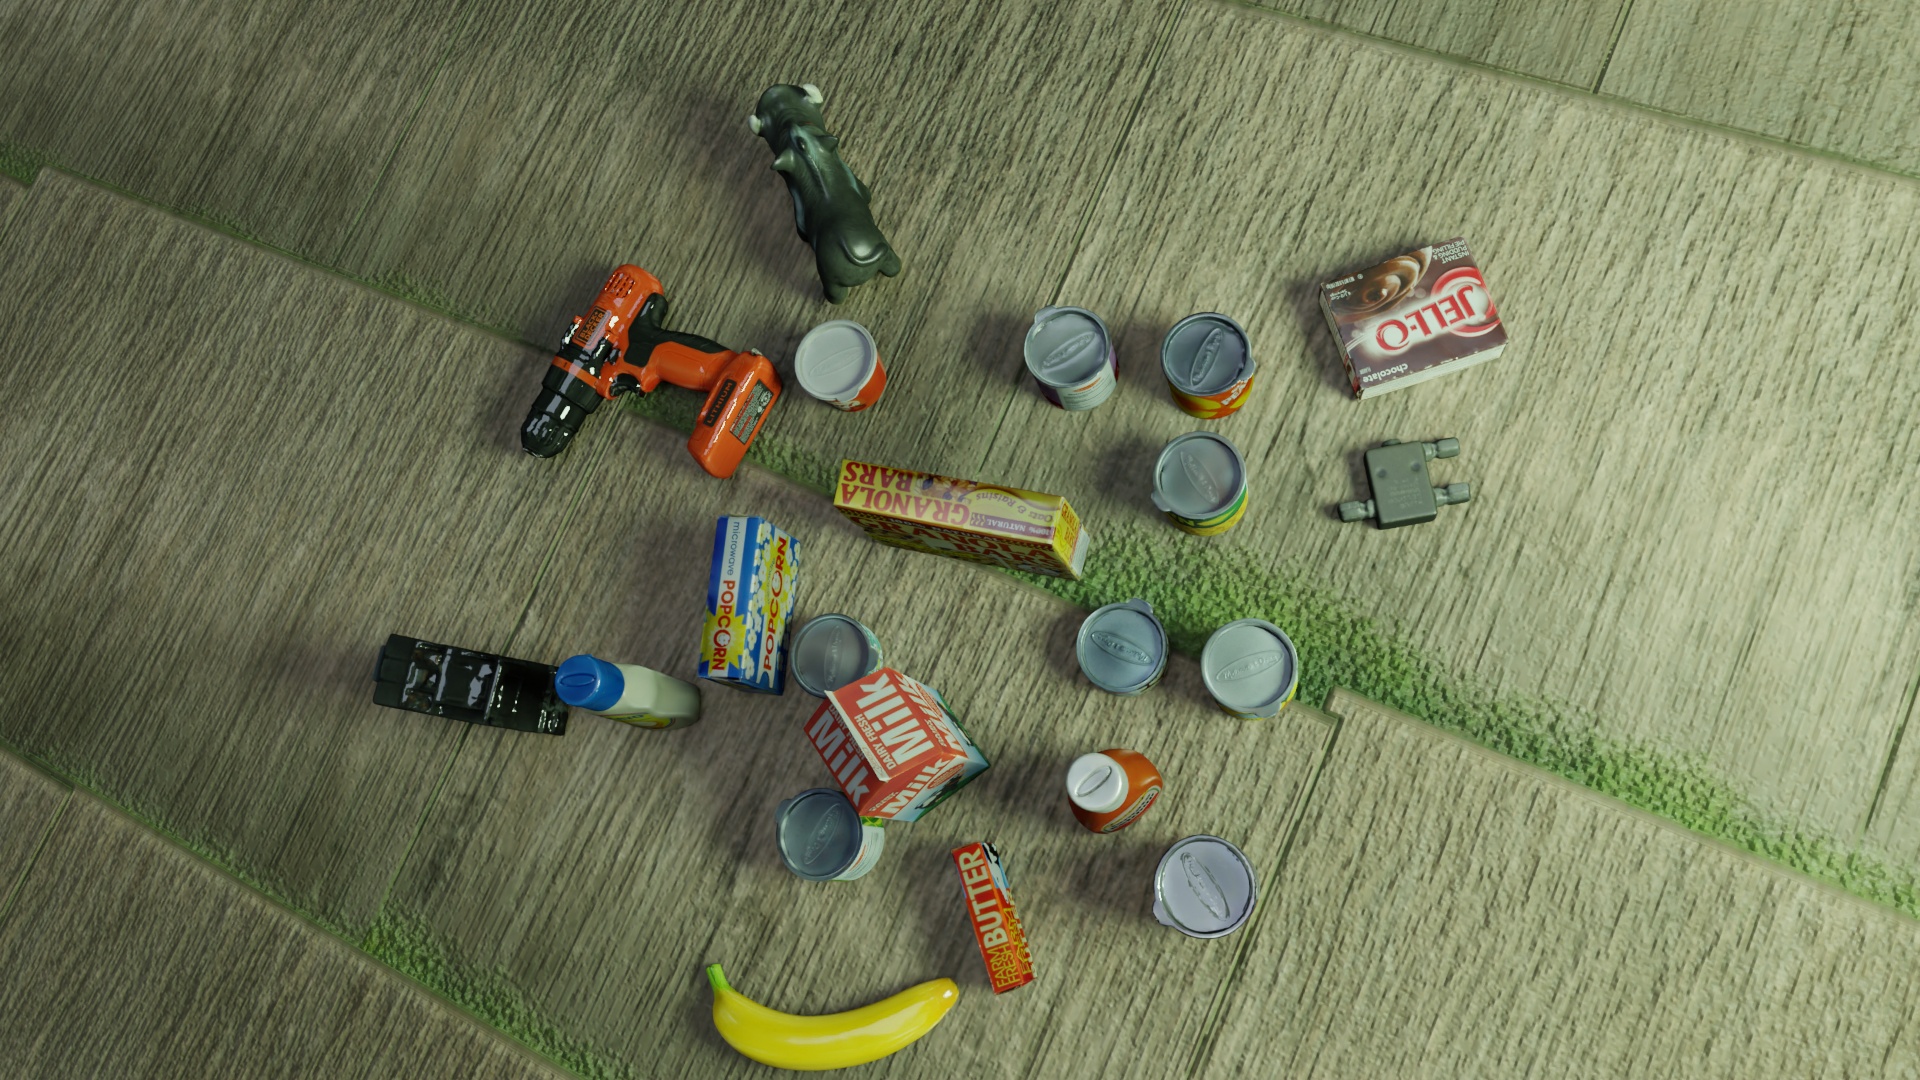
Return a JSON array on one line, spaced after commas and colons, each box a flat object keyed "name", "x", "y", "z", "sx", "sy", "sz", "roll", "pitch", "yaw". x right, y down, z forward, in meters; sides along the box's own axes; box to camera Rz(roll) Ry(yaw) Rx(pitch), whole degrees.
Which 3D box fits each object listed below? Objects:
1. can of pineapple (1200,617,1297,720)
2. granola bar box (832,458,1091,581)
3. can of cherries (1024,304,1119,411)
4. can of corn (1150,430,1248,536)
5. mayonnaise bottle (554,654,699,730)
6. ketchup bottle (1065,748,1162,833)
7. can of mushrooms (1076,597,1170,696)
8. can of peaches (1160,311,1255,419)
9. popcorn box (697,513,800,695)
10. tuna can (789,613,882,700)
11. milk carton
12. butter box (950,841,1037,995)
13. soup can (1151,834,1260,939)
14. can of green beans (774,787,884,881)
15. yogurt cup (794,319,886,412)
[{"name": "can of pineapple", "x": 0.205, "y": 0.094, "z": 0.981, "sx": 0.071, "sy": 0.058, "sz": 0.071, "roll": -3, "pitch": 75, "yaw": 13}, {"name": "granola bar box", "x": 0.004, "y": -0.013, "z": 1.024, "sx": 0.165, "sy": 0.124, "sz": 0.039, "roll": 10, "pitch": 79, "yaw": 16}, {"name": "can of cherries", "x": 0.086, "y": -0.141, "z": 1.071, "sx": 0.071, "sy": 0.058, "sz": 0.071, "roll": -3, "pitch": 75, "yaw": 13}, {"name": "can of corn", "x": 0.176, "y": -0.039, "z": 1.023, "sx": 0.071, "sy": 0.058, "sz": 0.071, "roll": -3, "pitch": 75, "yaw": 13}, {"name": "mayonnaise bottle", "x": -0.251, "y": 0.115, "z": 1.041, "sx": 0.065, "sy": 0.148, "sz": 0.041, "roll": -5, "pitch": 75, "yaw": 13}, {"name": "ketchup bottle", "x": 0.100, "y": 0.168, "z": 0.940, "sx": 0.065, "sy": 0.148, "sz": 0.043, "roll": -40, "pitch": 71, "yaw": 2}, {"name": "can of mushrooms", "x": 0.121, "y": 0.078, "z": 1.019, "sx": 0.071, "sy": 0.033, "sz": 0.071, "roll": -3, "pitch": 75, "yaw": 13}, {"name": "can of peaches", "x": 0.188, "y": -0.129, "z": 1.043, "sx": 0.071, "sy": 0.058, "sz": 0.071, "roll": -3, "pitch": 75, "yaw": 13}, {"name": "popcorn box", "x": -0.161, "y": 0.051, "z": 1.068, "sx": 0.038, "sy": 0.085, "sz": 0.127, "roll": 2, "pitch": 77, "yaw": 14}, {"name": "tuna can", "x": -0.093, "y": 0.091, "z": 1.069, "sx": 0.071, "sy": 0.033, "sz": 0.071, "roll": -3, "pitch": 75, "yaw": 13}, {"name": "milk carton", "x": -0.046, "y": 0.143, "z": 0.960, "sx": 0.073, "sy": 0.190, "sz": 0.072, "roll": -37, "pitch": 71, "yaw": 3}, {"name": "butter box", "x": 0.024, "y": 0.266, "z": 0.984, "sx": 0.024, "sy": 0.053, "sz": 0.104, "roll": -21, "pitch": 72, "yaw": 8}, {"name": "soup can", "x": 0.166, "y": 0.235, "z": 0.941, "sx": 0.071, "sy": 0.083, "sz": 0.071, "roll": -3, "pitch": 76, "yaw": 13}, {"name": "can of green beans", "x": -0.095, "y": 0.217, "z": 1.024, "sx": 0.071, "sy": 0.057, "sz": 0.071, "roll": -3, "pitch": 75, "yaw": 13}, {"name": "yogurt cup", "x": -0.093, "y": -0.137, "z": 1.117, "sx": 0.072, "sy": 0.054, "sz": 0.072, "roll": -3, "pitch": 75, "yaw": 13}]
